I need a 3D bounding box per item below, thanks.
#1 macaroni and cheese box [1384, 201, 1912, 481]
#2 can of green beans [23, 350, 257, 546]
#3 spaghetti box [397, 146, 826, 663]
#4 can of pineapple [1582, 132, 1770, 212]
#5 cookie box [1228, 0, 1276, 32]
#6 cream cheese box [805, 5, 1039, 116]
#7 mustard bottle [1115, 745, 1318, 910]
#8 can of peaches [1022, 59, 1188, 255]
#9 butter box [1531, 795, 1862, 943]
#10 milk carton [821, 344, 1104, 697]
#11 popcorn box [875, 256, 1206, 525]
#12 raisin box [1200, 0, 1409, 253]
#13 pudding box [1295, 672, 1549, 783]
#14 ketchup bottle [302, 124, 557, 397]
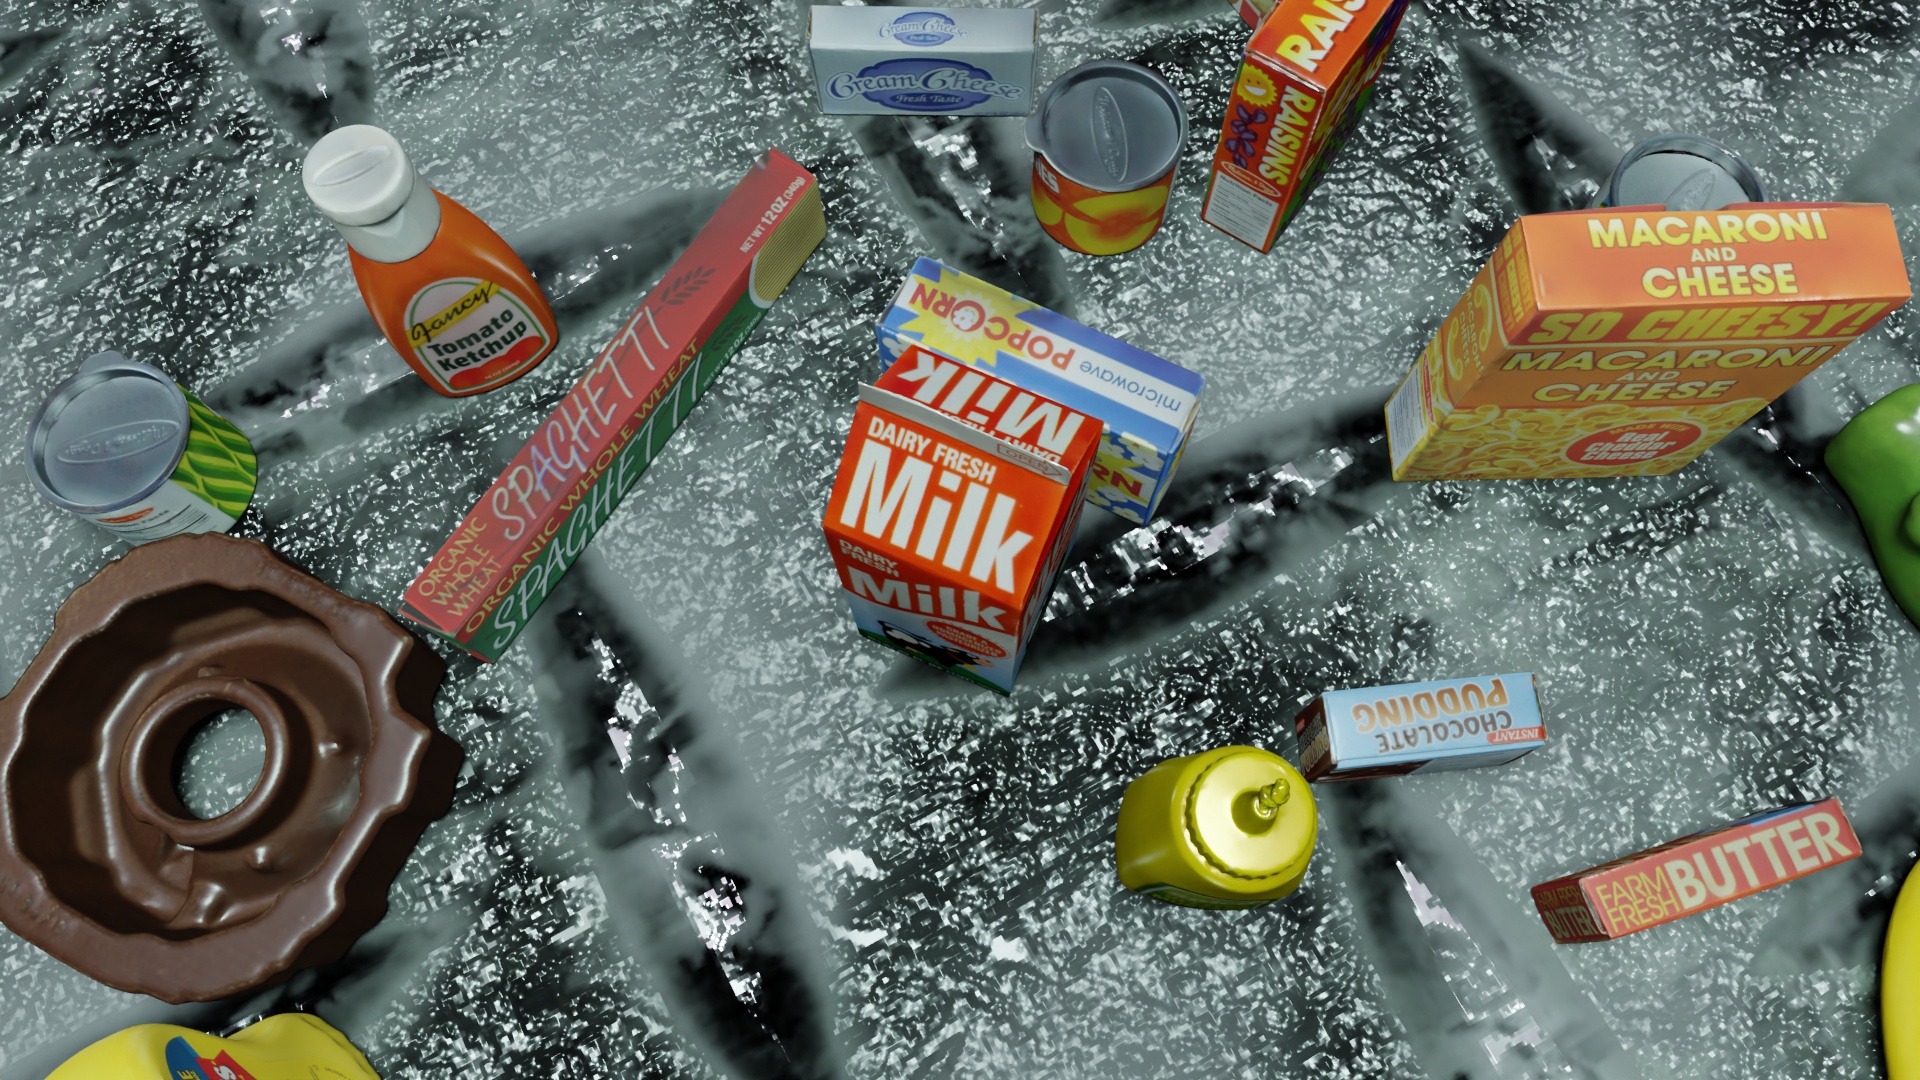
[{"bbox_3d":[0.246,-0.069,0.528,0.124,0.166,0.040,-2,72,0],"label":"macaroni and cheese box"},{"bbox_3d":[-0.341,-0.034,0.583,0.071,0.057,0.071,0,72,1],"label":"can of green beans"},{"bbox_3d":[-0.141,-0.059,0.592,0.029,0.050,0.251,32,75,10],"label":"spaghetti box"},{"bbox_3d":[0.306,-0.132,0.605,0.071,0.057,0.071,0,72,1],"label":"can of pineapple"},{"bbox_3d":[0.133,-0.319,0.612,0.040,0.167,0.123,-30,74,-8],"label":"cookie box"},{"bbox_3d":[-0.016,-0.221,0.642,0.104,0.053,0.024,1,72,1],"label":"cream cheese box"},{"bbox_3d":[0.090,0.100,0.479,0.065,0.159,0.049,6,73,3],"label":"mustard bottle"},{"bbox_3d":[0.063,-0.169,0.621,0.071,0.058,0.071,0,72,1],"label":"can of peaches"},{"bbox_3d":[0.275,0.125,0.523,0.103,0.053,0.024,-17,73,-4],"label":"butter box"},{"bbox_3d":[0.002,-0.006,0.499,0.072,0.190,0.073,22,74,8],"label":"milk carton"},{"bbox_3d":[0.032,-0.059,0.571,0.127,0.085,0.038,25,74,9],"label":"popcorn box"},{"bbox_3d":[0.148,-0.192,0.593,0.040,0.123,0.086,34,76,11],"label":"raisin box"},{"bbox_3d":[0.178,0.074,0.544,0.084,0.049,0.030,-6,72,-1],"label":"pudding box"},{"bbox_3d":[-0.213,-0.110,0.558,0.065,0.148,0.043,-29,74,-8],"label":"ketchup bottle"}]
